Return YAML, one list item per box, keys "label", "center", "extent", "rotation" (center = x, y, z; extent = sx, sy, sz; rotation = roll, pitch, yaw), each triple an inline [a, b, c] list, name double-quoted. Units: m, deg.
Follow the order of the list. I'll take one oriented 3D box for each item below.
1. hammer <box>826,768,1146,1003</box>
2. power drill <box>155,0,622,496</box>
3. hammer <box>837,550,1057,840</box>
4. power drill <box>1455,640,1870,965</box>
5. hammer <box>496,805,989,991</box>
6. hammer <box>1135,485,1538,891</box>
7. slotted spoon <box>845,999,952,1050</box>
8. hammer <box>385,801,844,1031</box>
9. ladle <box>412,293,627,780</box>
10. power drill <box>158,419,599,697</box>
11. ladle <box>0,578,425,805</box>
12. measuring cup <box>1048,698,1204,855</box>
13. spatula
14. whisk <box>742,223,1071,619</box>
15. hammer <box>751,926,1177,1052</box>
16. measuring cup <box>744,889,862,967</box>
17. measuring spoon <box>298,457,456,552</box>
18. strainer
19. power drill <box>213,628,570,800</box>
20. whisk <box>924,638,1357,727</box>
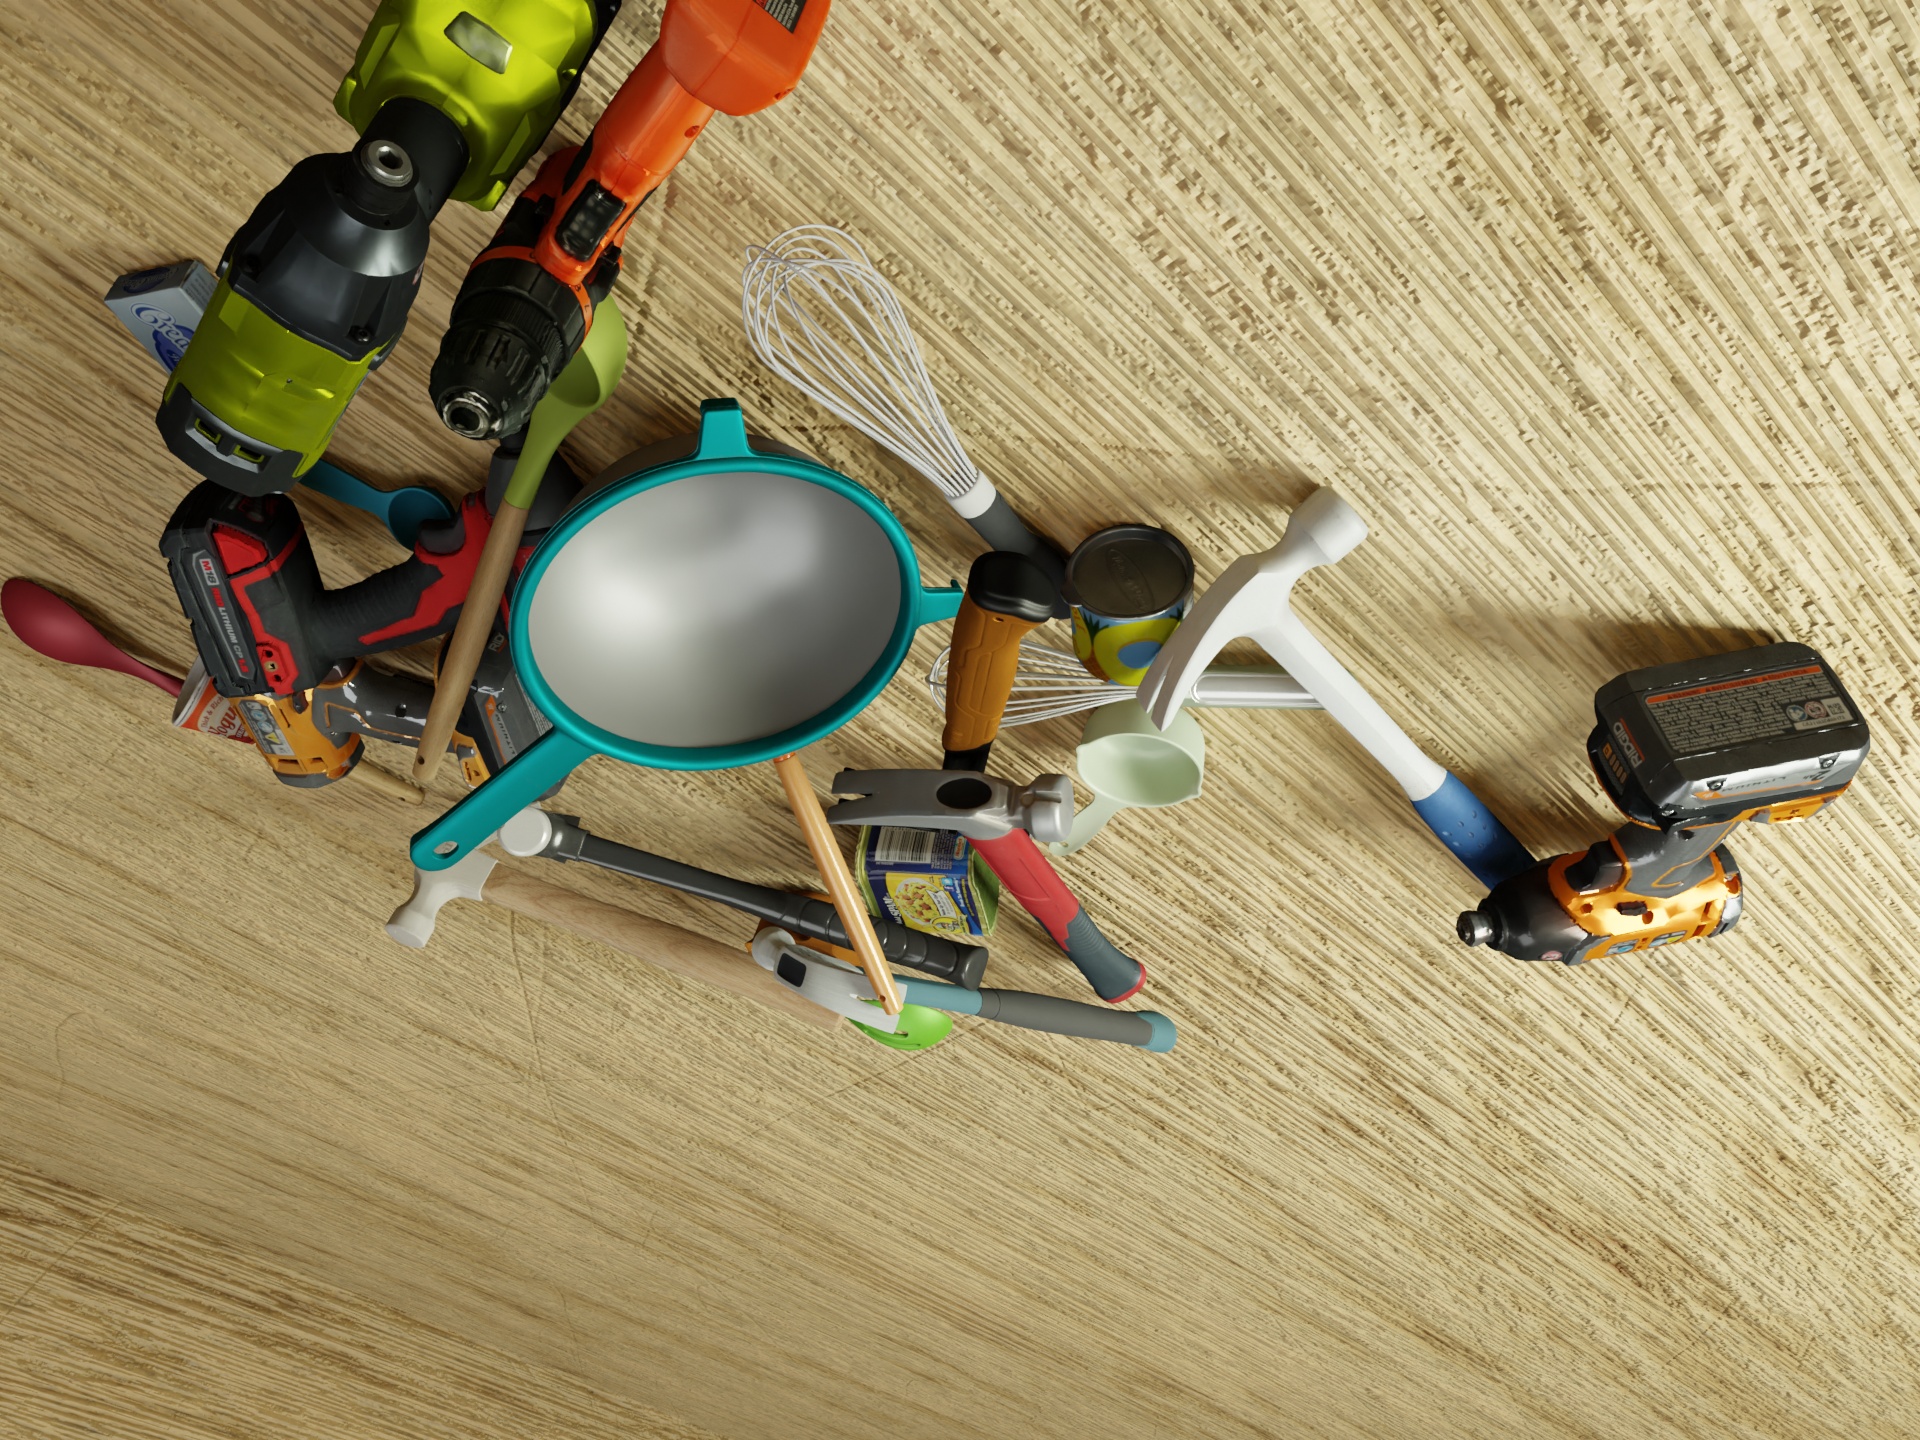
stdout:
- label: "hammer"
  center: [0.044, 0.119, 1.050]
  extent: [0.143, 0.038, 0.385]
  rotation: [1, 156, 19]
- label: "power drill"
  center: [-0.210, -0.207, 0.597]
  extent: [0.080, 0.223, 0.171]
  rotation: [31, 141, -24]
- label: "hammer"
  center: [-0.001, -0.003, 0.873]
  extent: [0.127, 0.034, 0.336]
  rotation: [10, 157, -1]
- label: "power drill"
  center: [0.370, 0.062, 0.867]
  extent: [0.164, 0.084, 0.226]
  rotation: [-10, 145, -6]
- label: "hammer"
  center: [-0.140, 0.121, 1.075]
  extent: [0.334, 0.035, 0.146]
  rotation: [18, 173, -6]
- label: "hammer"
  center: [0.255, 0.034, 0.905]
  extent: [0.144, 0.035, 0.405]
  rotation: [-42, 128, 12]
- label: "slotted spoon"
  center: [-0.158, 0.197, 1.218]
  extent: [0.314, 0.031, 0.070]
  rotation: [16, 149, 13]
- label: "hammer"
  center: [-0.237, 0.154, 1.164]
  extent: [0.331, 0.130, 0.031]
  rotation: [19, 146, 2]
- label: "ladle"
  center: [-0.245, -0.089, 0.819]
  extent: [0.078, 0.062, 0.320]
  rotation: [38, 120, 17]
- label: "power drill"
  center: [-0.310, -0.089, 0.883]
  extent: [0.219, 0.079, 0.143]
  rotation: [-6, 122, -1]
- label: "ladle"
  center: [-0.535, -0.010, 1.148]
  extent: [0.315, 0.031, 0.069]
  rotation: [30, 142, -24]
- label: "measuring cup"
  center: [0.094, 0.038, 0.997]
  extent: [0.083, 0.038, 0.167]
  rotation: [21, 146, -11]
- label: "spatula"
  center: [-0.106, 0.049, 0.995]
  extent: [0.081, 0.041, 0.322]
  rotation: [-13, 106, 33]
- label: "whisk"
  center: [-0.012, -0.132, 0.784]
  extent: [0.070, 0.070, 0.284]
  rotation: [-12, 142, 31]
- label: "hammer"
  center: [0.019, 0.205, 1.156]
  extent: [0.330, 0.033, 0.128]
  rotation: [15, -178, -30]
- label: "measuring cup"
  center: [-0.100, 0.149, 1.197]
  extent: [0.095, 0.052, 0.173]
  rotation: [24, 144, -9]
- label: "measuring spoon"
  center: [-0.349, -0.137, 0.922]
  extent: [0.128, 0.021, 0.042]
  rotation: [25, 121, -1]
- label: "strainer"
  center: [-0.181, -0.041, 0.861]
  extent: [0.340, 0.095, 0.210]
  rotation: [-36, 136, 19]
- label: "power drill"
  center: [-0.370, -0.032, 1.006]
  extent: [0.226, 0.084, 0.185]
  rotation: [4, 134, 14]
- label: "whisk"
  center: [0.101, -0.021, 0.907]
  extent: [0.246, 0.059, 0.057]
  rotation: [1, 102, 9]
